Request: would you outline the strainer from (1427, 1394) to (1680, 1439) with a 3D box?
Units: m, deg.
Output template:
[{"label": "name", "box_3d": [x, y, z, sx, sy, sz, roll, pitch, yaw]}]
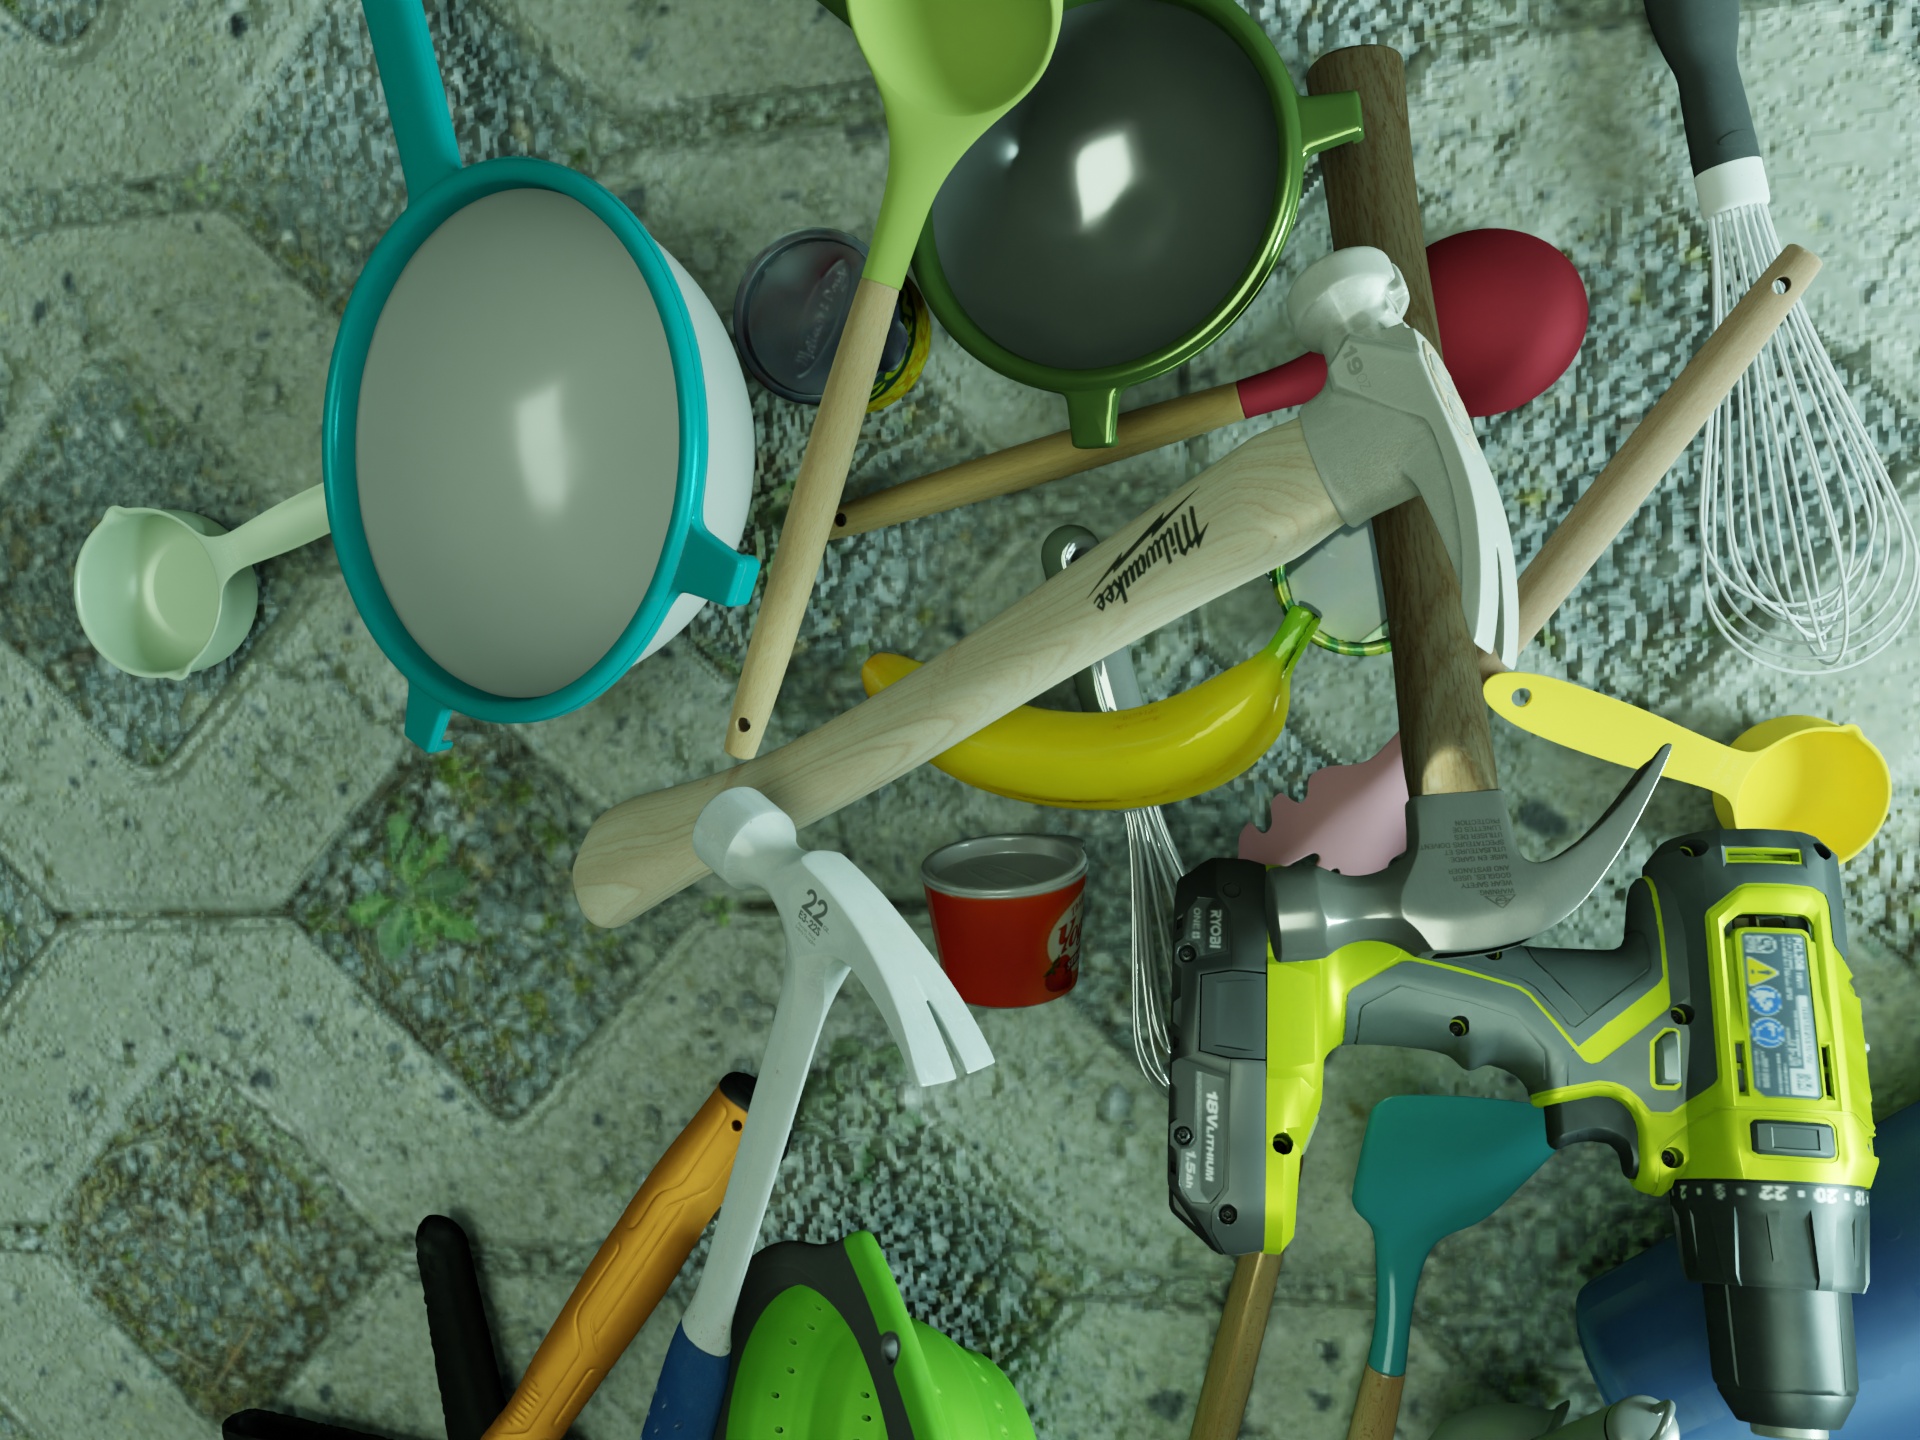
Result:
[{"label": "strainer", "box_3d": [0.201, 0.258, 0.555, 0.050, 0.258, 0.087, 35, 66, 20]}]

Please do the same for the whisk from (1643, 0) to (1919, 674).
[{"label": "whisk", "box_3d": [0.281, -0.157, 0.563, 0.070, 0.070, 0.284, -11, 89, 14]}]

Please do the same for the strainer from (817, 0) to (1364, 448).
[{"label": "strainer", "box_3d": [0.023, -0.229, 0.612, 0.256, 0.069, 0.151, 44, 108, 18]}]

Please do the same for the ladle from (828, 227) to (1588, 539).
[{"label": "ladle", "box_3d": [0.085, -0.119, 0.625, 0.315, 0.031, 0.069, -15, 93, 16]}]

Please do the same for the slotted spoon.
[{"label": "slotted spoon", "box_3d": [0.103, 0.328, 0.673, 0.070, 0.031, 0.313, 14, 97, 11]}]

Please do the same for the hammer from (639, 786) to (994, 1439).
[{"label": "hammer", "box_3d": [-0.094, 0.236, 0.622, 0.144, 0.035, 0.405, 35, 117, 38]}]

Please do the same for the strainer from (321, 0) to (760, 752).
[{"label": "strainer", "box_3d": [-0.170, -0.167, 0.643, 0.211, 0.095, 0.340, -22, 80, 33]}]

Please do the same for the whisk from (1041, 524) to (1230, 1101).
[{"label": "whisk", "box_3d": [0.074, 0.040, 0.636, 0.058, 0.059, 0.246, -15, 89, -24]}]

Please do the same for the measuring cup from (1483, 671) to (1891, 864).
[{"label": "measuring cup", "box_3d": [0.260, 0.009, 0.581, 0.156, 0.029, 0.062, 19, 106, -4]}]

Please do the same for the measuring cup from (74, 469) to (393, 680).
[{"label": "measuring cup", "box_3d": [-0.317, -0.075, 0.715, 0.167, 0.038, 0.083, -22, 91, 12]}]

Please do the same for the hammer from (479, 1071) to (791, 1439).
[{"label": "hammer", "box_3d": [-0.188, 0.294, 0.702, 0.127, 0.034, 0.337, 35, 93, 1]}]

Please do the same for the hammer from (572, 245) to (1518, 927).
[{"label": "hammer", "box_3d": [-0.001, -0.002, 0.586, 0.410, 0.038, 0.146, -30, 59, 30]}]

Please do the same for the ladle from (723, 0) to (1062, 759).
[{"label": "ladle", "box_3d": [-0.040, -0.133, 0.575, 0.078, 0.062, 0.320, 20, 103, 8]}]

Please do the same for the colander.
[{"label": "colander", "box_3d": [-0.063, 0.380, 0.682, 0.094, 0.205, 0.397, 8, 124, -31]}]

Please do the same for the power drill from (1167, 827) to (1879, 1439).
[{"label": "power drill", "box_3d": [0.186, 0.132, 0.540, 0.228, 0.080, 0.191, 1, 72, 9]}]

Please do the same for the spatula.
[{"label": "spatula", "box_3d": [0.170, 0.291, 0.644, 0.082, 0.044, 0.317, 7, 100, -10]}]

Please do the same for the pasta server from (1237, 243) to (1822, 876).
[{"label": "pasta server", "box_3d": [0.198, -0.032, 0.582, 0.060, 0.040, 0.316, 36, 110, 6]}]

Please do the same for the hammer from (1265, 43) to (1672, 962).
[{"label": "hammer", "box_3d": [0.158, -0.085, 0.549, 0.130, 0.031, 0.331, -4, 75, 5]}]
